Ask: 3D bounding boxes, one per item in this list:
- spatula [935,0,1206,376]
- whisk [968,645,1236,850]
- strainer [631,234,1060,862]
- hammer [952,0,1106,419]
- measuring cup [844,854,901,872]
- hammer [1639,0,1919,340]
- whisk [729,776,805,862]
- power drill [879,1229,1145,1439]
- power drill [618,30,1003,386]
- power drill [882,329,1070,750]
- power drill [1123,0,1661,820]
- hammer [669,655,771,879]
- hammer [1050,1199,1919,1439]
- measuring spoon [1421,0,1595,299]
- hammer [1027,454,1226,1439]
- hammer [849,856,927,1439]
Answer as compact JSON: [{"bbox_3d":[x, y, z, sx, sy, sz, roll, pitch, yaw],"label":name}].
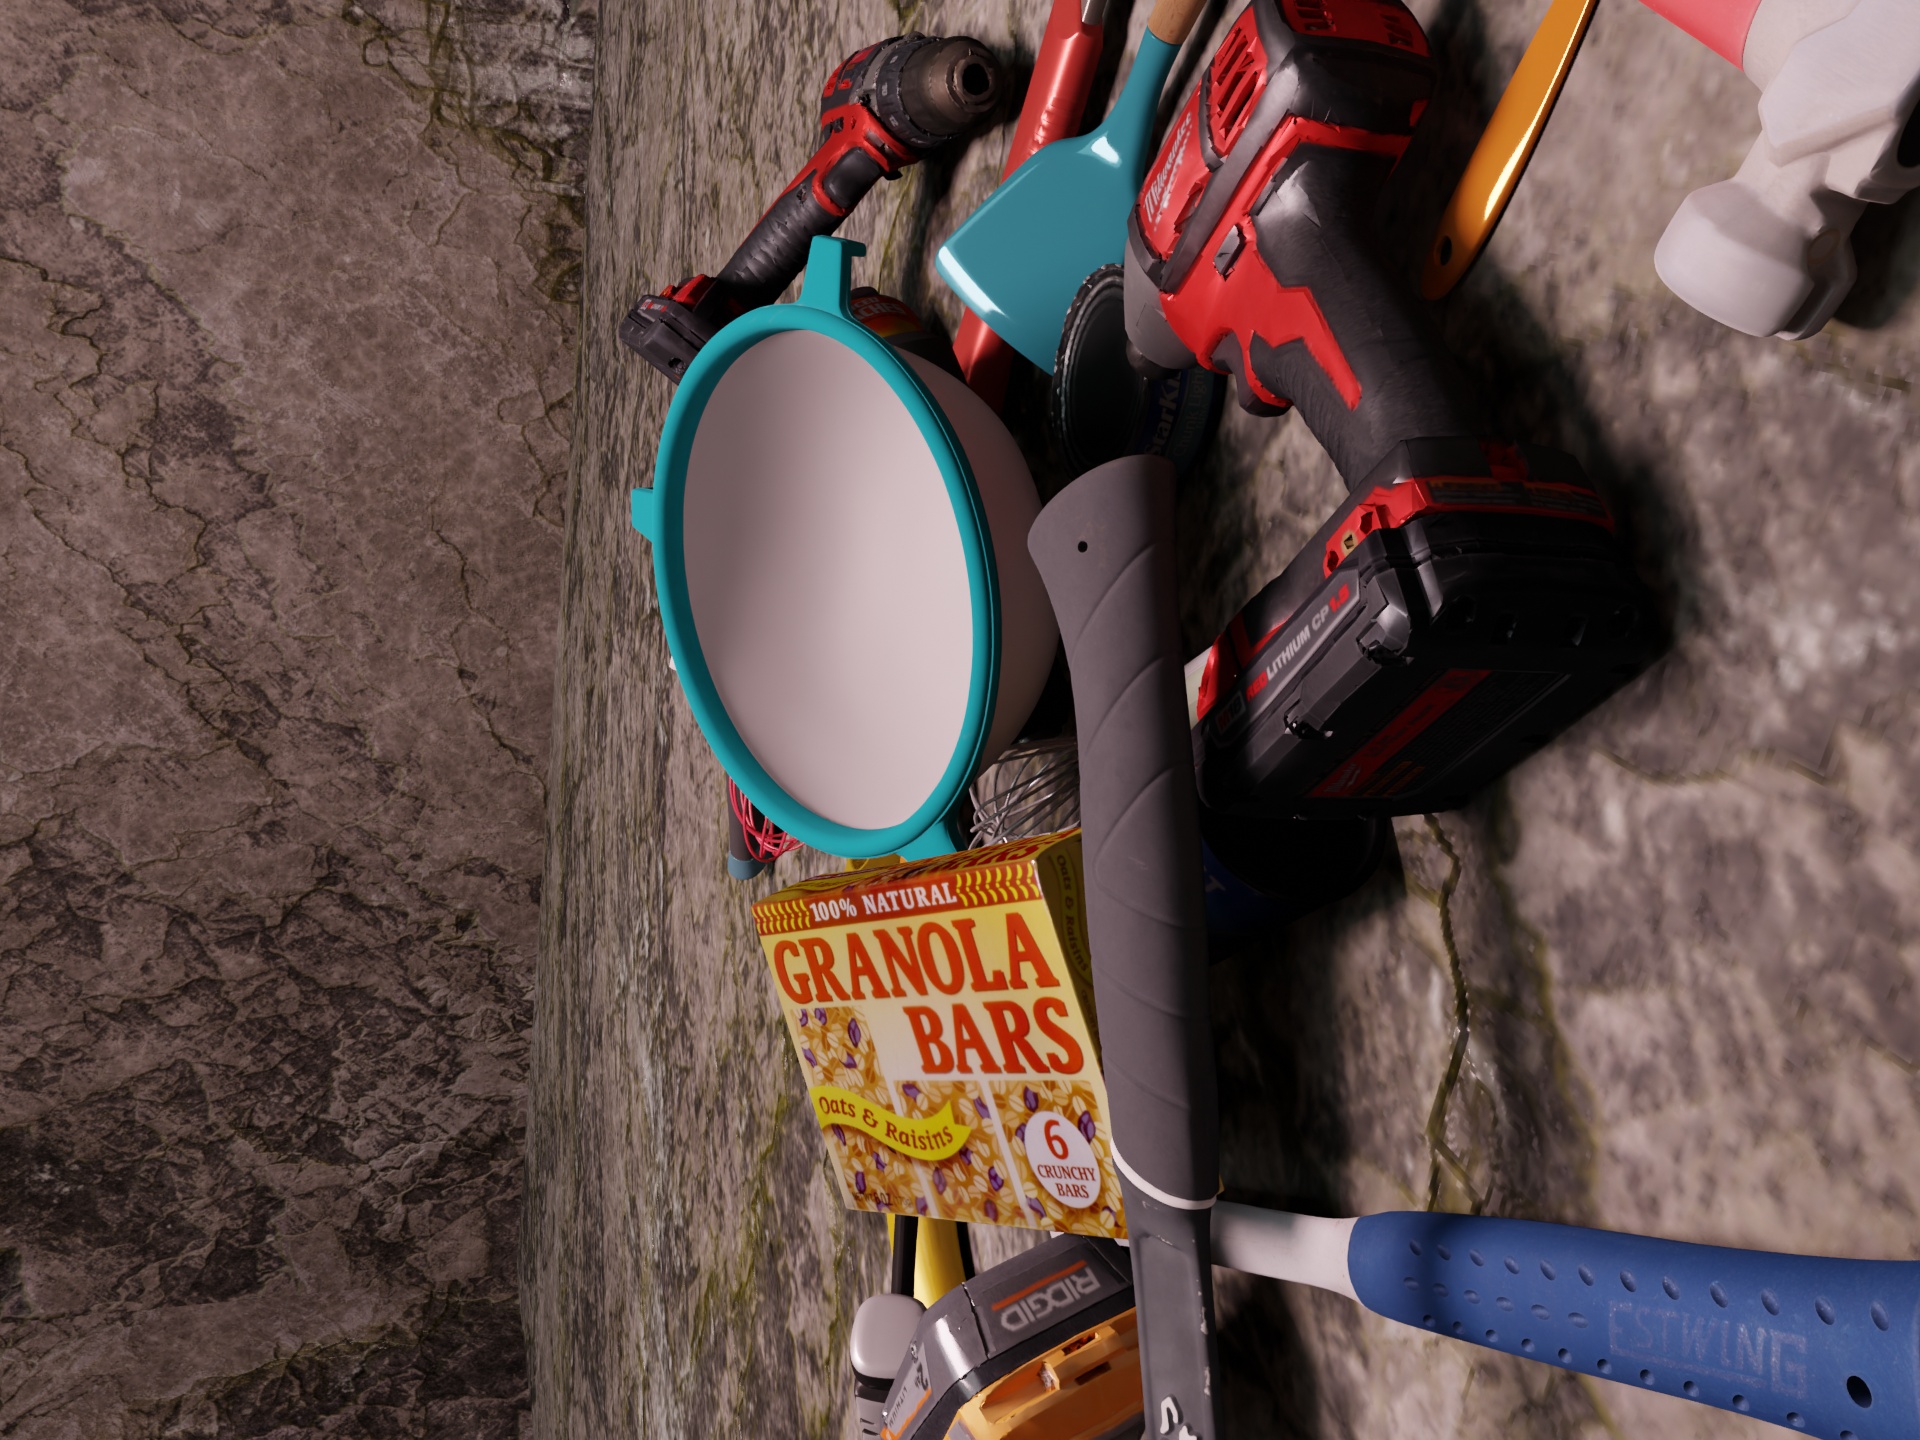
[{"bbox_3d":[0.081,-0.268,0.572,0.082,0.044,0.317,45,139,13],"label":"spatula"},{"bbox_3d":[0.061,0.009,0.611,0.059,0.058,0.246,53,149,2],"label":"whisk"},{"bbox_3d":[-0.001,-0.002,0.618,0.211,0.095,0.340,-38,74,48],"label":"strainer"},{"bbox_3d":[0.041,-0.283,0.692,0.149,0.036,0.358,-110,29,-44],"label":"hammer"},{"bbox_3d":[-0.056,0.106,0.899,0.062,0.029,0.156,-130,57,-68],"label":"measuring cup"},{"bbox_3d":[0.127,-0.261,0.408,0.387,0.038,0.143,-115,35,-41],"label":"hammer"},{"bbox_3d":[-0.098,-0.047,1.028,0.073,0.073,0.295,-143,62,-65],"label":"whisk"},{"bbox_3d":[0.059,0.301,0.504,0.226,0.084,0.185,54,147,32],"label":"power drill"},{"bbox_3d":[-0.072,-0.263,0.833,0.226,0.080,0.188,-53,26,0],"label":"power drill"},{"bbox_3d":[-0.028,-0.056,0.785,0.190,0.080,0.228,68,155,8],"label":"power drill"},{"bbox_3d":[0.100,-0.088,0.459,0.143,0.078,0.220,124,142,-55],"label":"power drill"},{"bbox_3d":[-0.148,-0.001,1.097,0.330,0.033,0.128,97,-162,-49],"label":"hammer"},{"bbox_3d":[0.114,0.153,0.471,0.405,0.035,0.144,150,119,-66],"label":"hammer"},{"bbox_3d":[0.149,-0.167,0.429,0.021,0.011,0.116,-109,29,-44],"label":"measuring spoon"},{"bbox_3d":[0.056,0.135,0.402,0.149,0.036,0.409,-9,82,42],"label":"hammer"},{"bbox_3d":[-0.020,0.155,0.724,0.127,0.034,0.337,90,-178,-47],"label":"hammer"}]
